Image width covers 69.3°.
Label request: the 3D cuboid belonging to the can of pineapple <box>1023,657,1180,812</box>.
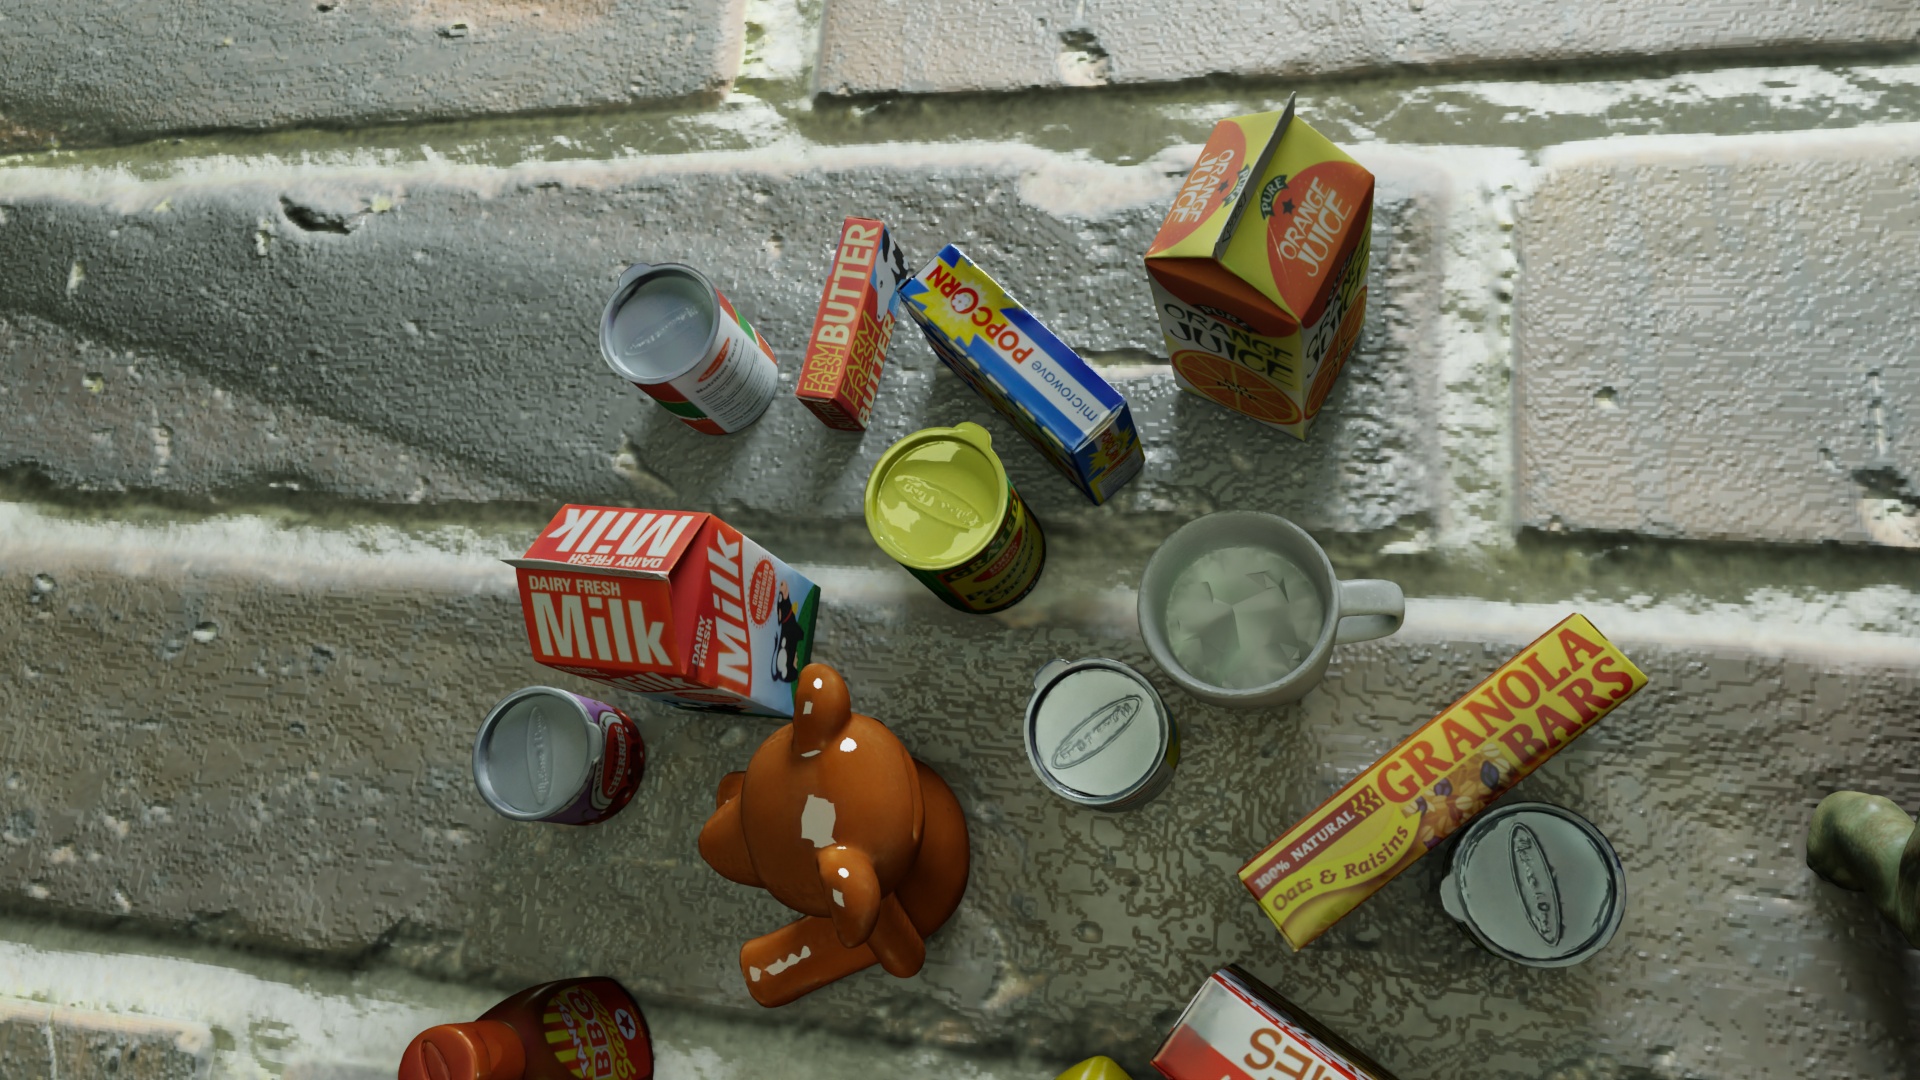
[{"bbox_3d":[0.066,0.090,0.645,0.071,0.057,0.071,-4,74,13],"label":"can of pineapple"}]

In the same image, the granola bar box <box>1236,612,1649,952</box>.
[{"bbox_3d":[0.192,0.104,0.574,0.165,0.124,0.039,-38,70,2],"label":"granola bar box"}]

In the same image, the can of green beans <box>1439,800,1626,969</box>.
[{"bbox_3d":[0.239,0.145,0.586,0.071,0.057,0.071,-4,74,13],"label":"can of green beans"}]

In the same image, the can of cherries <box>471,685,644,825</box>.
[{"bbox_3d":[-0.200,0.111,0.706,0.071,0.058,0.071,-4,74,13],"label":"can of cherries"}]

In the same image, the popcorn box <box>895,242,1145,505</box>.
[{"bbox_3d":[0.032,-0.080,0.687,0.038,0.085,0.127,-45,69,0],"label":"popcorn box"}]

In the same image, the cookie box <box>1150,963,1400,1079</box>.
[{"bbox_3d":[0.142,0.217,0.532,0.123,0.167,0.040,33,85,20],"label":"cookie box"}]

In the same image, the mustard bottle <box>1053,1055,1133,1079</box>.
[{"bbox_3d":[0.051,0.246,0.550,0.049,0.160,0.065,-38,70,2],"label":"mustard bottle"}]

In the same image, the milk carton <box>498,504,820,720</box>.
[{"bbox_3d":[-0.132,0.033,0.640,0.072,0.190,0.073,3,76,15],"label":"milk carton"}]

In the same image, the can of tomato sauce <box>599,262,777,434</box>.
[{"bbox_3d":[-0.143,-0.101,0.738,0.071,0.083,0.071,-4,74,13],"label":"can of tomato sauce"}]

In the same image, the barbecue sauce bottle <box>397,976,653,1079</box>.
[{"bbox_3d":[-0.191,0.231,0.622,0.043,0.148,0.065,-31,70,5],"label":"barbecue sauce bottle"}]

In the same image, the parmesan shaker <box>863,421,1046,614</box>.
[{"bbox_3d":[0.002,-0.008,0.665,0.071,0.103,0.071,-4,74,13],"label":"parmesan shaker"}]

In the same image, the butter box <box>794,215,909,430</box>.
[{"bbox_3d":[-0.056,-0.113,0.736,0.024,0.053,0.103,11,78,17],"label":"butter box"}]

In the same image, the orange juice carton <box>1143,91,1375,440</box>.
[{"bbox_3d":[0.134,-0.118,0.614,0.073,0.192,0.072,26,83,19],"label":"orange juice carton"}]
